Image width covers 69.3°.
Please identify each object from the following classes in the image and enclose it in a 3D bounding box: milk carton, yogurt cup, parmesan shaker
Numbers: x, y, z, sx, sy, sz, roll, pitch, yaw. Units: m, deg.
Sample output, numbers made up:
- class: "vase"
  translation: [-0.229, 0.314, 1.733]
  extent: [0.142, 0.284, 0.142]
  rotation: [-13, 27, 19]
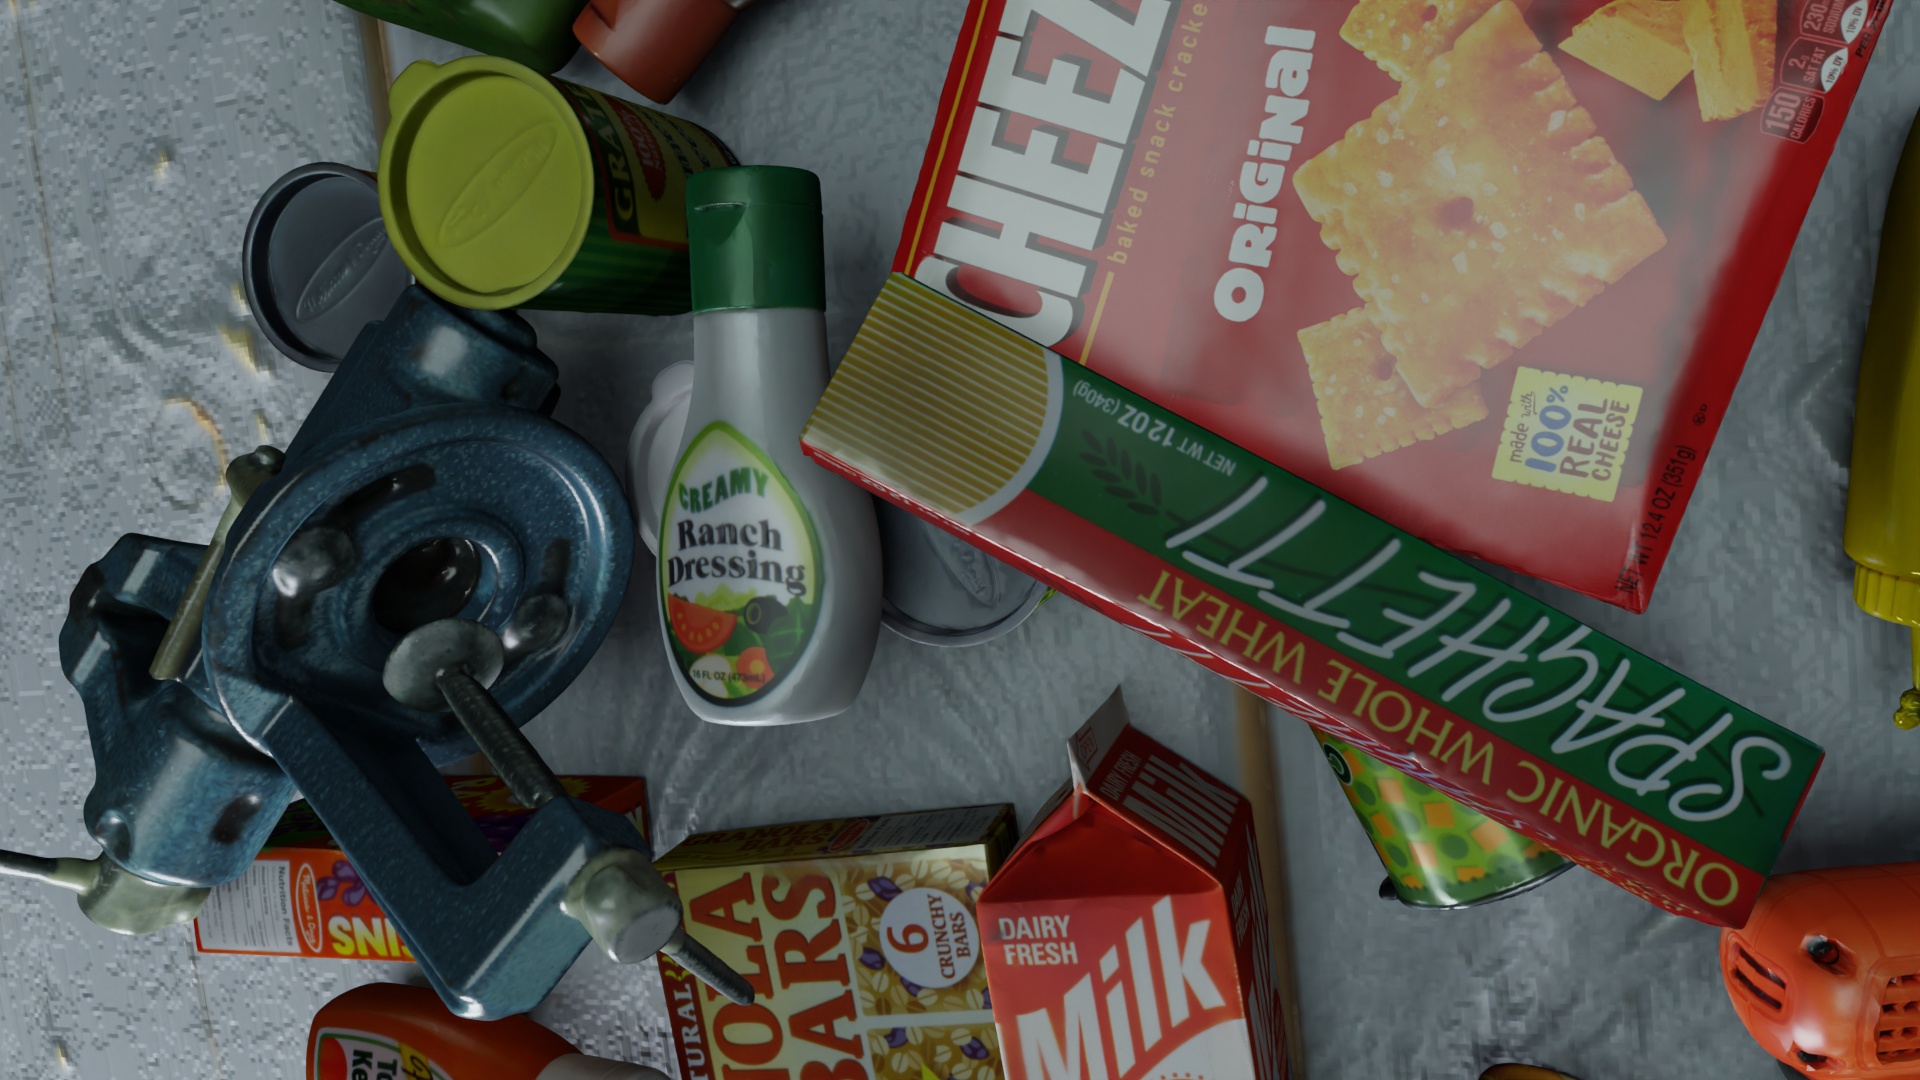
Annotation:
- class: "milk carton"
  translation: [0.056, 0.143, 0.414]
  extent: [0.073, 0.072, 0.190]
  rotation: [-8, 95, 18]
- class: "yogurt cup"
  translation: [-0.063, -0.021, 0.438]
  extent: [0.072, 0.054, 0.072]
  rotation: [2, 98, 17]
- class: "parmesan shaker"
  translation: [-0.114, -0.104, 0.417]
  extent: [0.071, 0.103, 0.071]
  rotation: [2, 98, 16]

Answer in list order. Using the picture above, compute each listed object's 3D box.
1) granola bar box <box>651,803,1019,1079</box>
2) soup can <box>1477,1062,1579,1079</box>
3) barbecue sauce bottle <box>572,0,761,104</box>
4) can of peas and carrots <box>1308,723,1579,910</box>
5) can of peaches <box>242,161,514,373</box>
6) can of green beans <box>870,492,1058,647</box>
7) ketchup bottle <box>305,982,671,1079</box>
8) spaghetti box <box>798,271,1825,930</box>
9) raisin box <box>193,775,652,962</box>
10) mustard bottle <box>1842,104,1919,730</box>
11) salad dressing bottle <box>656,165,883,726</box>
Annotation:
- class: "granola bar box"
  translation: [-0.030, 0.178, 0.462]
  extent: [0.124, 0.039, 0.165]
  rotation: [-9, 94, 18]
- class: "soup can"
  translation: [0.166, 0.203, 0.394]
  extent: [0.071, 0.071, 0.083]
  rotation: [21, 102, 13]
- class: "barbecue sauce bottle"
  translation: [-0.057, -0.199, 0.413]
  extent: [0.148, 0.043, 0.065]
  rotation: [-47, 58, 14]
- class: "can of peas and carrots"
  translation: [0.135, 0.060, 0.383]
  extent: [0.071, 0.071, 0.058]
  rotation: [-28, 88, 18]
- class: "can of peaches"
  translation: [-0.191, -0.088, 0.466]
  extent: [0.071, 0.058, 0.071]
  rotation: [2, 98, 16]
- class: "can of green beans"
  translation: [0.004, -0.006, 0.418]
  extent: [0.071, 0.058, 0.071]
  rotation: [2, 98, 16]
- class: "ketchup bottle"
  translation: [-0.165, 0.193, 0.485]
  extent: [0.148, 0.044, 0.064]
  rotation: [-5, 95, 31]
- class: "spaghetti box"
  translation: [0.081, 0.014, 0.338]
  extent: [0.250, 0.028, 0.050]
  rotation: [28, 84, 4]
- class: "raisin box"
  translation: [-0.181, 0.110, 0.474]
  extent: [0.123, 0.086, 0.040]
  rotation: [-3, 95, 17]
- class: "mustard bottle"
  translation: [0.249, -0.029, 0.341]
  extent: [0.049, 0.065, 0.159]
  rotation: [6, 105, 21]
- class: "salad dressing bottle"
  translation: [-0.054, -0.026, 0.381]
  extent: [0.064, 0.044, 0.147]
  rotation: [0, 94, 27]
